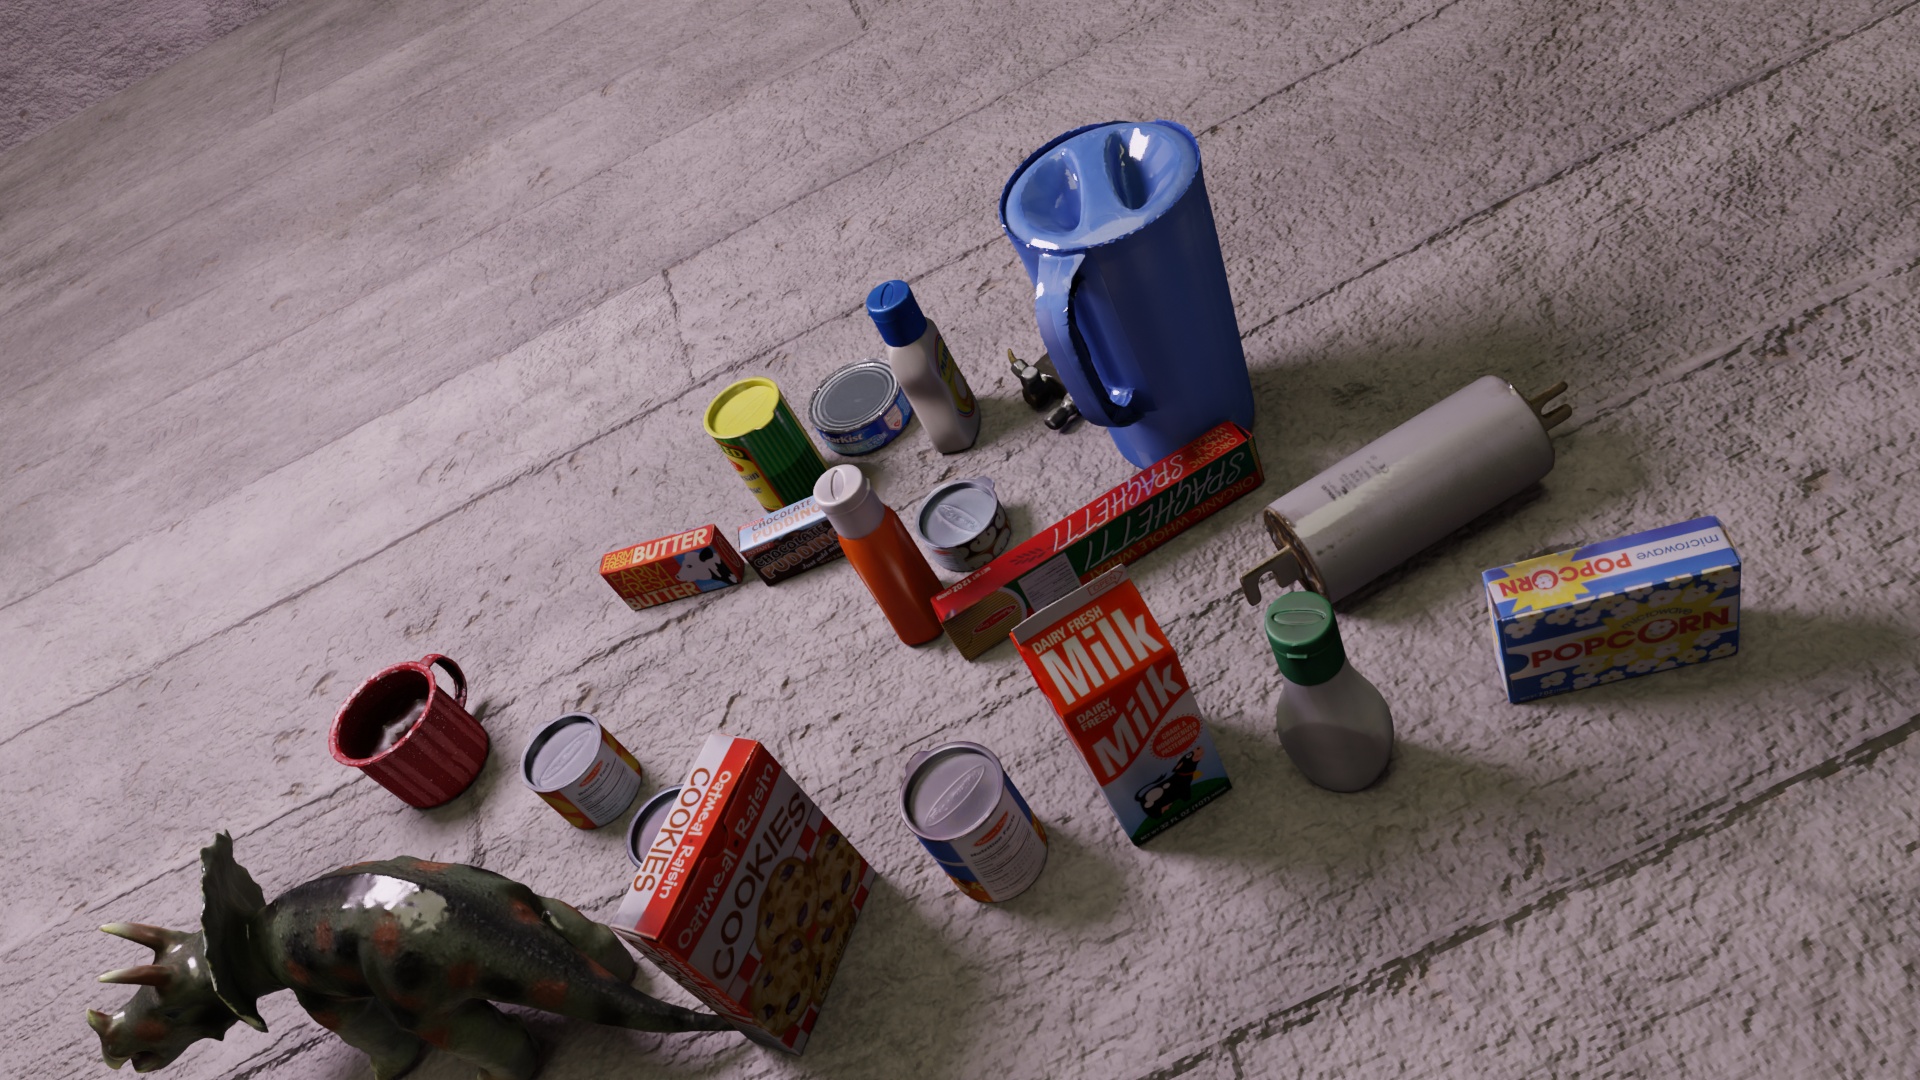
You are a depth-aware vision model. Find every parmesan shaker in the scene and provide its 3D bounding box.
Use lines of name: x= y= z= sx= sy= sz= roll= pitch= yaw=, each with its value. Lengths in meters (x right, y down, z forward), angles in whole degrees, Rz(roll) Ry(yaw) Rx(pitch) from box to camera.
parmesan shaker: x=-0.153 y=-0.072 z=1.125 sx=0.071 sy=0.102 sz=0.072 roll=-14 pitch=46 yaw=15

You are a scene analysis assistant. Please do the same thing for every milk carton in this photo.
milk carton: x=0.089 y=0.088 z=0.797 sx=0.072 sy=0.189 sz=0.074 roll=-32 pitch=44 yaw=-2

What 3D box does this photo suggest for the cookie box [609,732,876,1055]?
cookie box: x=-0.119 y=0.208 z=0.810 sx=0.040 sy=0.166 sz=0.123 roll=4 pitch=53 yaw=30

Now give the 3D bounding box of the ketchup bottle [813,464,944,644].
ketchup bottle: x=-0.054 y=0.008 z=0.971 sx=0.043 sy=0.148 sz=0.065 roll=-19 pitch=45 yaw=11

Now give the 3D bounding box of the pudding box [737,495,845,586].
pudding box: x=-0.126 y=-0.002 z=1.087 sx=0.083 sy=0.049 sz=0.030 roll=-22 pitch=45 yaw=8

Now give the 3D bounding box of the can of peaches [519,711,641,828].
can of peaches: x=-0.275 y=0.166 z=1.006 sx=0.071 sy=0.057 sz=0.071 roll=-14 pitch=46 yaw=15

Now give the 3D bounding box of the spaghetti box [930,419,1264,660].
spaghetti box: x=0.098 y=0.000 z=0.972 sx=0.250 sy=0.050 sz=0.029 roll=-31 pitch=44 yaw=-2

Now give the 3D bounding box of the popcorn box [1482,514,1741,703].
popcorn box: x=0.363 y=0.040 z=0.776 sx=0.126 sy=0.085 sz=0.038 roll=-16 pitch=46 yaw=14

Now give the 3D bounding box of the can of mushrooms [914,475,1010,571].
can of mushrooms: x=0.004 y=-0.013 z=1.042 sx=0.071 sy=0.033 sz=0.071 roll=-14 pitch=46 yaw=15

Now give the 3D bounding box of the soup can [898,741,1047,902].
soup can: x=0.008 y=0.170 z=0.841 sx=0.071 sy=0.083 sz=0.072 roll=-14 pitch=46 yaw=15

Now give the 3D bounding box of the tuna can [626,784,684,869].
tuna can: x=-0.188 y=0.202 z=0.947 sx=0.071 sy=0.032 sz=0.071 roll=-14 pitch=46 yaw=15

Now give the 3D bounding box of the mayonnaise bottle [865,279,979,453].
mayonnaise bottle: x=-0.028 y=-0.138 z=1.088 sx=0.041 sy=0.147 sz=0.065 roll=-11 pitch=47 yaw=19

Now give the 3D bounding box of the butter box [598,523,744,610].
butter box: x=-0.232 y=0.022 z=1.116 sx=0.103 sy=0.053 sz=0.024 roll=-14 pitch=46 yaw=15

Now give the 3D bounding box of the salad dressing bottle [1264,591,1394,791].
salad dressing bottle: x=0.202 y=0.085 z=0.772 sx=0.064 sy=0.147 sz=0.044 roll=-2 pitch=51 yaw=26
